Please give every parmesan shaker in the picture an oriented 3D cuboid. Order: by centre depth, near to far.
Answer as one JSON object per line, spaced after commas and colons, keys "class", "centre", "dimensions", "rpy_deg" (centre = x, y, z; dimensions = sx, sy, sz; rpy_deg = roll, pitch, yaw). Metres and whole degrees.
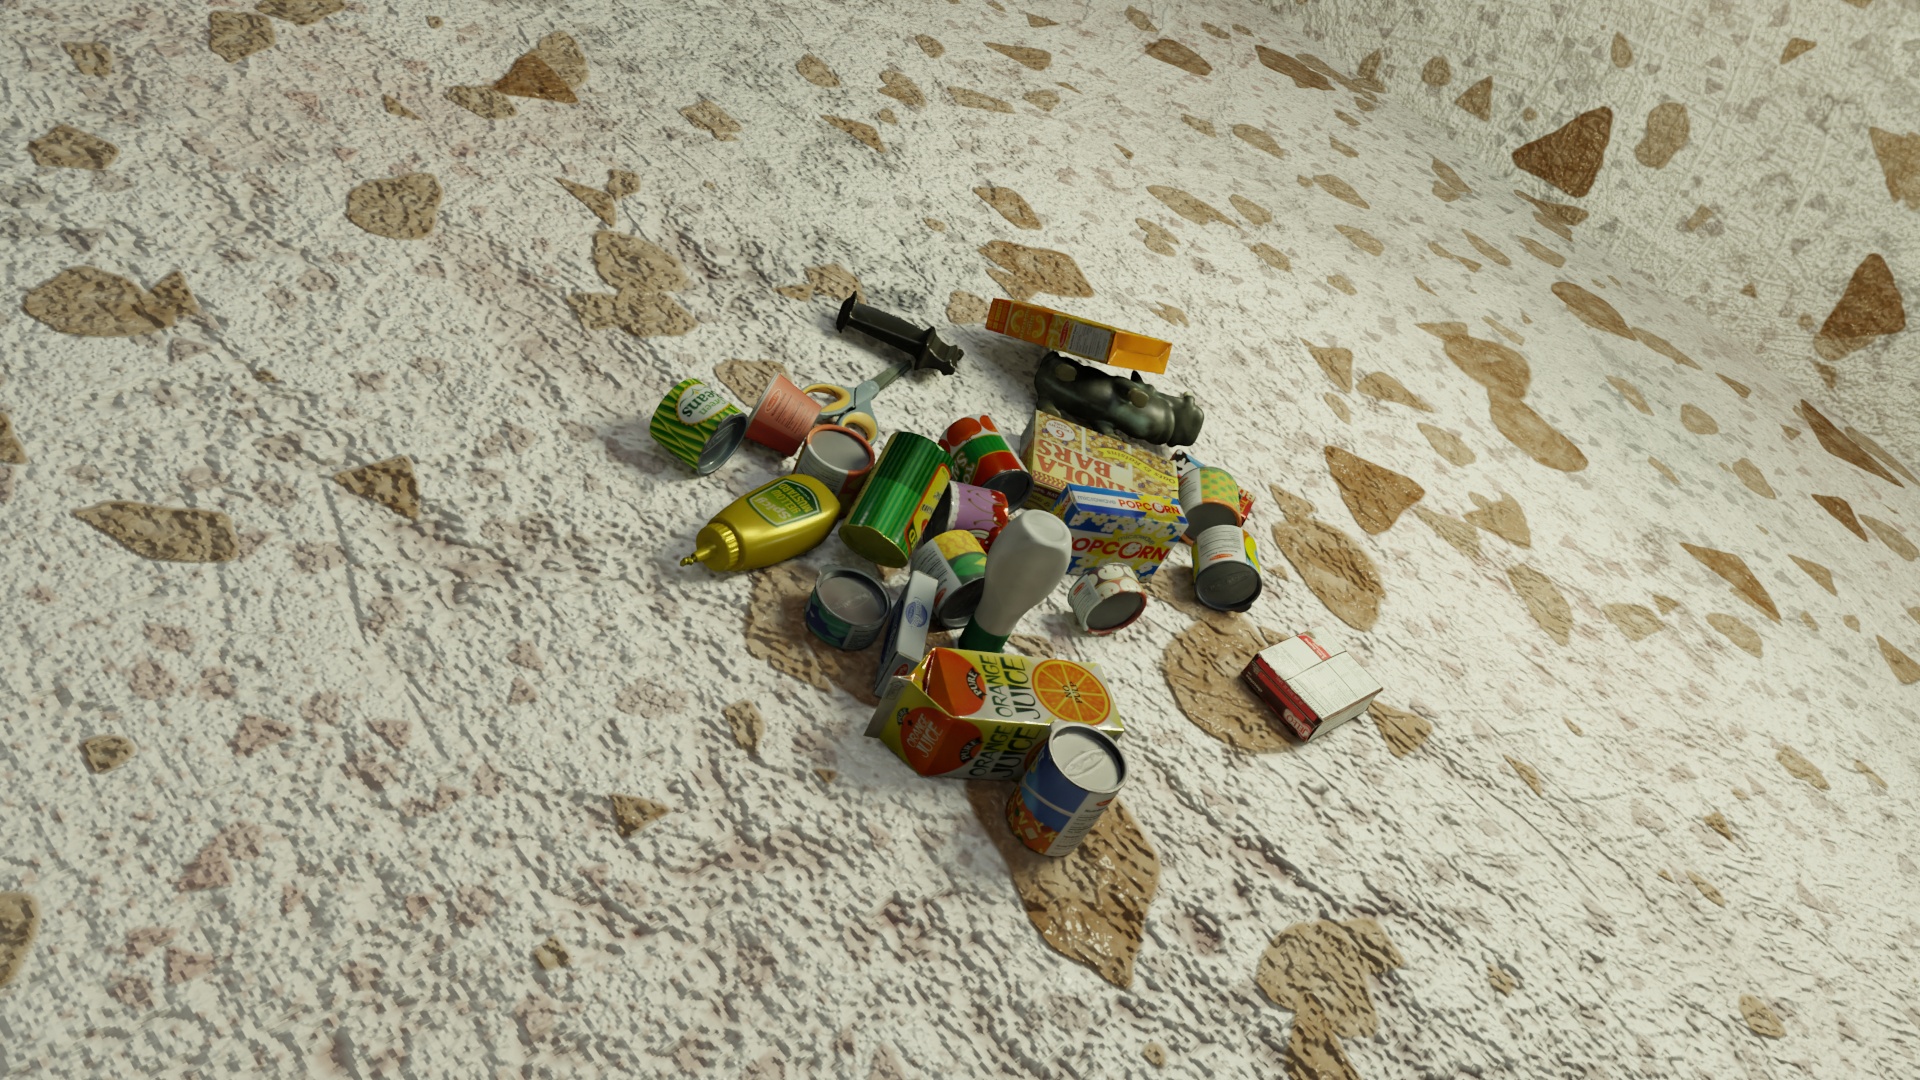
{"class": "parmesan shaker", "centre": [-0.054, -0.037, 1.209], "dimensions": [0.071, 0.071, 0.103], "rpy_deg": [27, 67, -1]}

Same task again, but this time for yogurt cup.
{"class": "yogurt cup", "centre": [-0.163, -0.112, 1.272], "dimensions": [0.054, 0.072, 0.073], "rpy_deg": [31, 37, -9]}

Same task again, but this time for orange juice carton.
{"class": "orange juice carton", "centre": [0.023, 0.137, 1.089], "dimensions": [0.193, 0.071, 0.073], "rpy_deg": [8, 41, -25]}

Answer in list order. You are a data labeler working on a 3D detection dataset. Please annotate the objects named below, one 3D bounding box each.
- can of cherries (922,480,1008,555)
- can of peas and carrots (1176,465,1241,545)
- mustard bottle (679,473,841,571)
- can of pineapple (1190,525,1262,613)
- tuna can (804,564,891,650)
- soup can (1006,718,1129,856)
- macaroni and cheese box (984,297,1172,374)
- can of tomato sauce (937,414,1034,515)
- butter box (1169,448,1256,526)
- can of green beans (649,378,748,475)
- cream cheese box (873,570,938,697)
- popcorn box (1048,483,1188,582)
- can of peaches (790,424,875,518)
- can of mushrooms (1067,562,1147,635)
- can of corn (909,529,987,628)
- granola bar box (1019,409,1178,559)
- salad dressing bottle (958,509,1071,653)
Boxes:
{"class": "can of cherries", "centre": [0.005, -0.016, 1.261], "dimensions": [0.058, 0.071, 0.072], "rpy_deg": [13, 40, -21]}
{"class": "can of peas and carrots", "centre": [0.258, -0.033, 1.435], "dimensions": [0.071, 0.070, 0.059], "rpy_deg": [20, 39, -10]}
{"class": "mustard bottle", "centre": [-0.170, -0.008, 1.156], "dimensions": [0.065, 0.048, 0.161], "rpy_deg": [40, 39, 18]}
{"class": "can of pineapple", "centre": [0.262, 0.028, 1.370], "dimensions": [0.071, 0.070, 0.058], "rpy_deg": [20, 38, -11]}
{"class": "tuna can", "centre": [-0.095, 0.054, 1.144], "dimensions": [0.071, 0.032, 0.071], "rpy_deg": [17, 39, -14]}
{"class": "soup can", "centre": [0.078, 0.187, 1.055], "dimensions": [0.071, 0.083, 0.072], "rpy_deg": [17, 38, -14]}
{"class": "macaroni and cheese box", "centre": [0.130, -0.225, 1.526], "dimensions": [0.166, 0.040, 0.124], "rpy_deg": [23, 14, 35]}
{"class": "can of tomato sauce", "centre": [0.021, -0.071, 1.334], "dimensions": [0.071, 0.070, 0.083], "rpy_deg": [-2, 46, -34]}
{"class": "butter box", "centre": [0.266, -0.055, 1.500], "dimensions": [0.103, 0.024, 0.053], "rpy_deg": [33, 37, 6]}
{"class": "can of green beans", "centre": [-0.228, -0.100, 1.213], "dimensions": [0.058, 0.071, 0.071], "rpy_deg": [36, 38, 11]}
{"class": "cream cheese box", "centre": [-0.045, 0.077, 1.132], "dimensions": [0.024, 0.053, 0.104], "rpy_deg": [23, 37, -10]}
{"class": "popcorn box", "centre": [0.140, -0.006, 1.316], "dimensions": [0.127, 0.084, 0.038], "rpy_deg": [7, 43, -26]}
{"class": "can of peaches", "centre": [-0.115, -0.063, 1.247], "dimensions": [0.071, 0.057, 0.071], "rpy_deg": [17, 39, -14]}
{"class": "can of mushrooms", "centre": [0.135, 0.054, 1.259], "dimensions": [0.071, 0.070, 0.033], "rpy_deg": [1, 45, -31]}
{"class": "can of corn", "centre": [-0.001, 0.033, 1.200], "dimensions": [0.071, 0.070, 0.058], "rpy_deg": [-6, 48, -36]}
{"class": "granola bar box", "centre": [0.142, -0.059, 1.416], "dimensions": [0.165, 0.038, 0.125], "rpy_deg": [20, 38, -10]}
{"class": "salad dressing bottle", "centre": [0.041, 0.042, 1.148], "dimensions": [0.064, 0.146, 0.044], "rpy_deg": [14, 38, -19]}
